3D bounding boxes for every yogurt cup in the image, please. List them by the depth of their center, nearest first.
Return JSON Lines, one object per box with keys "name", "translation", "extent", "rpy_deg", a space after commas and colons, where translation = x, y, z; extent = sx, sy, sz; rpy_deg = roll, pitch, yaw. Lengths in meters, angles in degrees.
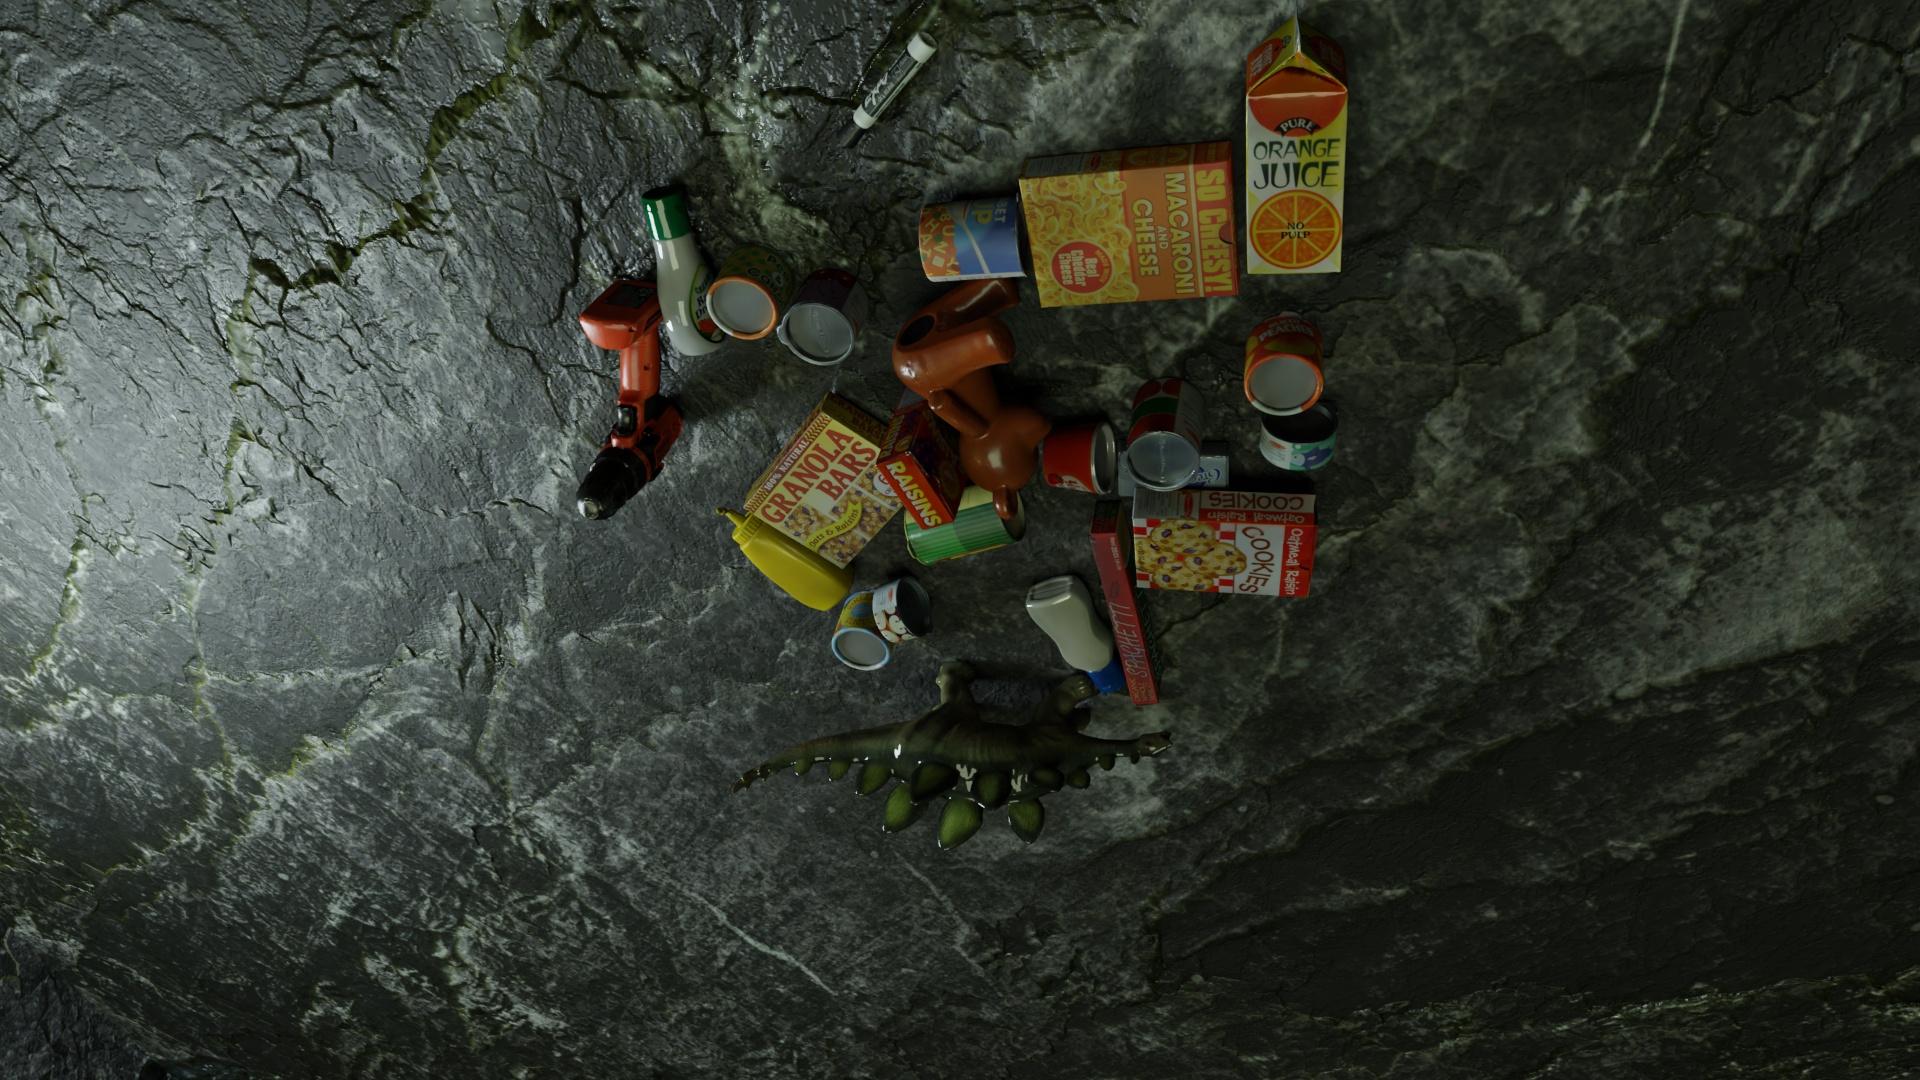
{"name": "yogurt cup", "translation": [0.110, -0.077, 1.289], "extent": [0.054, 0.073, 0.072], "rpy_deg": [2, 132, 23]}

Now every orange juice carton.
{"name": "orange juice carton", "translation": [0.252, -0.301, 1.044], "extent": [0.073, 0.072, 0.191], "rpy_deg": [1, 132, 13]}

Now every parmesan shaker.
{"name": "parmesan shaker", "translation": [0.005, -0.017, 1.363], "extent": [0.103, 0.072, 0.071], "rpy_deg": [-14, 126, 25]}

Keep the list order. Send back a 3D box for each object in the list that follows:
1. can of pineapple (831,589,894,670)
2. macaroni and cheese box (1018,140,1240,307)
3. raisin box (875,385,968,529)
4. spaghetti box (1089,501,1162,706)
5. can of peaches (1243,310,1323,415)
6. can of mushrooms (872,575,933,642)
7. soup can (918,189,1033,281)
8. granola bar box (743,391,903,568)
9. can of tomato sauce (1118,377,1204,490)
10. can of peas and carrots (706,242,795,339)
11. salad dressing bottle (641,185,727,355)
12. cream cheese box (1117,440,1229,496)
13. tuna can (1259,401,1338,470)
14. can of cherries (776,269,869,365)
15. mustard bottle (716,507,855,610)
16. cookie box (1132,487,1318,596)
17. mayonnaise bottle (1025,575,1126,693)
{"name": "can of pineapple", "translation": [-0.101, 0.097, 1.502], "extent": [0.071, 0.058, 0.070], "rpy_deg": [7, 132, 8]}
{"name": "macaroni and cheese box", "translation": [0.140, -0.255, 1.135], "extent": [0.166, 0.040, 0.123], "rpy_deg": [-1, 132, 15]}
{"name": "raisin box", "translation": [-0.028, -0.082, 1.277], "extent": [0.040, 0.124, 0.086], "rpy_deg": [-16, 125, 27]}
{"name": "spaghetti box", "translation": [0.171, 0.069, 1.414], "extent": [0.028, 0.050, 0.248], "rpy_deg": [-4, 131, 19]}
{"name": "can of peaches", "translation": [0.276, -0.150, 1.184], "extent": [0.071, 0.058, 0.070], "rpy_deg": [7, 133, 8]}
{"name": "can of mushrooms", "translation": [-0.060, 0.075, 1.466], "extent": [0.033, 0.071, 0.071], "rpy_deg": [-18, 125, 28]}
{"name": "soup can", "translation": [0.014, -0.253, 1.153], "extent": [0.084, 0.072, 0.071], "rpy_deg": [-1, 131, 15]}
{"name": "granola bar box", "translation": [-0.122, -0.058, 1.381], "extent": [0.124, 0.039, 0.164], "rpy_deg": [32, 131, -16]}
{"name": "can of tomato sauce", "translation": [0.181, -0.095, 1.240], "extent": [0.071, 0.083, 0.070], "rpy_deg": [7, 133, 8]}
{"name": "can of peas and carrots", "translation": [-0.184, -0.222, 1.234], "extent": [0.071, 0.059, 0.070], "rpy_deg": [7, 133, 8]}
{"name": "salad dressing bottle", "translation": [-0.247, -0.239, 1.236], "extent": [0.044, 0.064, 0.147], "rpy_deg": [5, 125, 23]}
{"name": "cream cheese box", "translation": [0.199, -0.067, 1.302], "extent": [0.104, 0.024, 0.053], "rpy_deg": [2, 133, 12]}
{"name": "tuna can", "translation": [0.300, -0.095, 1.225], "extent": [0.071, 0.071, 0.032], "rpy_deg": [5, 133, 10]}
{"name": "can of cherries", "translation": [-0.122, -0.200, 1.239], "extent": [0.071, 0.059, 0.071], "rpy_deg": [7, 134, 8]}
{"name": "mustard bottle", "translation": [-0.187, 0.009, 1.451], "extent": [0.160, 0.049, 0.065], "rpy_deg": [38, 129, -19]}
{"name": "cookie box", "translation": [0.251, 0.003, 1.323], "extent": [0.167, 0.040, 0.122], "rpy_deg": [3, 146, 11]}
{"name": "mayonnaise bottle", "translation": [0.128, 0.101, 1.461], "extent": [0.064, 0.041, 0.147], "rpy_deg": [-16, 127, 28]}
